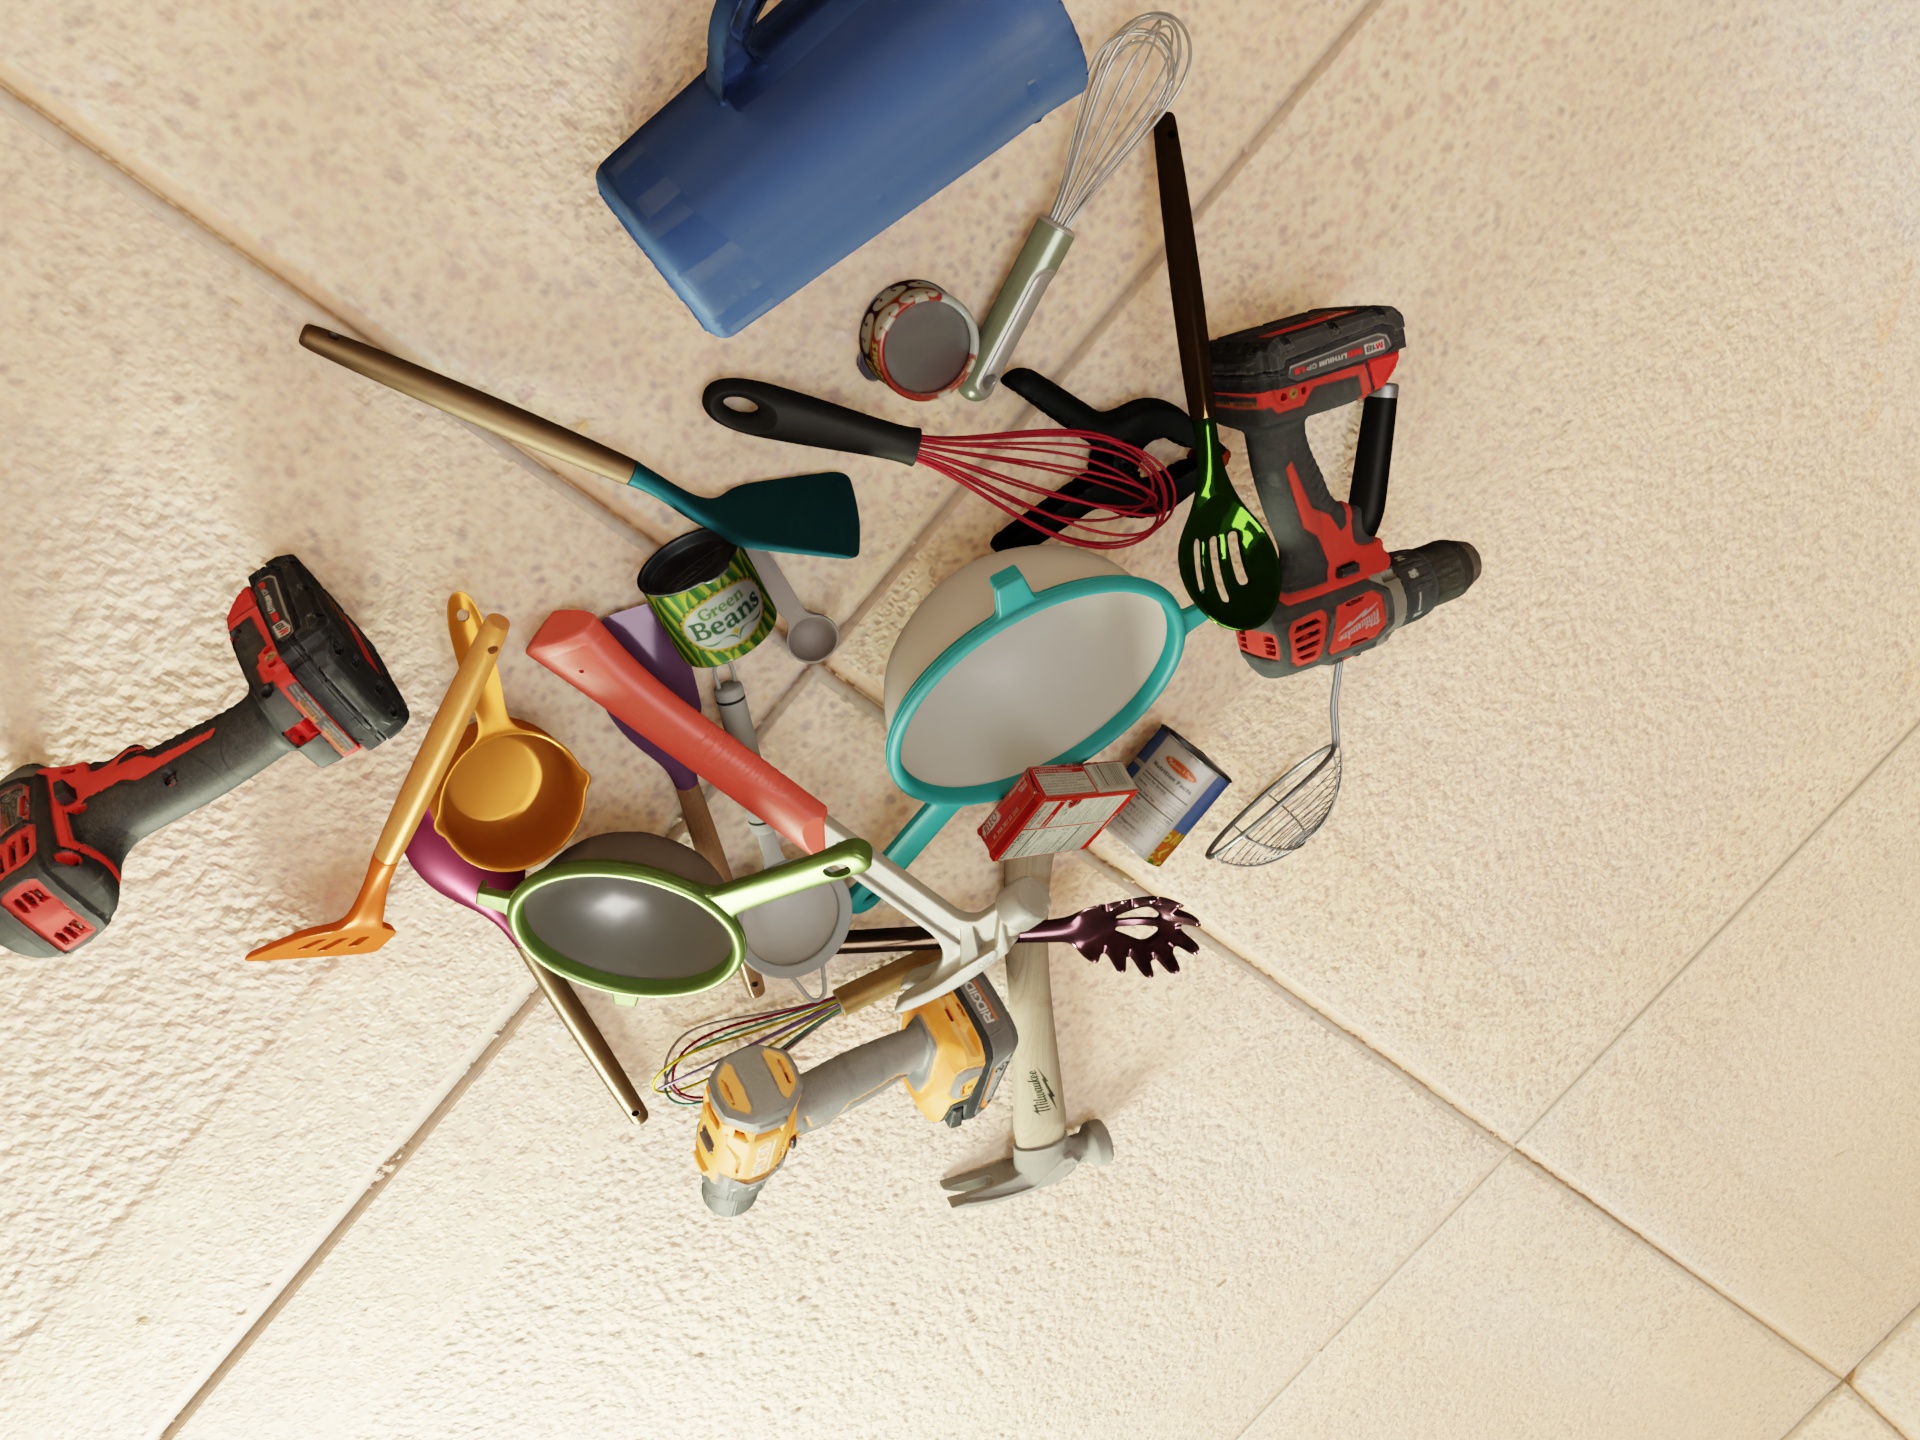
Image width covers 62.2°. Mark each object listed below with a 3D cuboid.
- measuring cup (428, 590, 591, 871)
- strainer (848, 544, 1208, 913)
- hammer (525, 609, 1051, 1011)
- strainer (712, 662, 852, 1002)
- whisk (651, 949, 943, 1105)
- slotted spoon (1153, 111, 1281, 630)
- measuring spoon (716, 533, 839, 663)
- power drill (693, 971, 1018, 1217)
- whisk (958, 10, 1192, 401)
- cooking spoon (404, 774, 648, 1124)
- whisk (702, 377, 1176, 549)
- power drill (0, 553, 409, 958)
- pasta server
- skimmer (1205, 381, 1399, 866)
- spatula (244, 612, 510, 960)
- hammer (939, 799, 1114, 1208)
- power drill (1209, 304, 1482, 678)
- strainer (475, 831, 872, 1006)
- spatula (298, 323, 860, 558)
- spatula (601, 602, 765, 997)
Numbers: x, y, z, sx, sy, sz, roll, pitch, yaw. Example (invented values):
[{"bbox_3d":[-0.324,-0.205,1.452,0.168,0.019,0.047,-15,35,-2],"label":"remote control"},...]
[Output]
[{"bbox_3d":[-0.282,0.003,0.944,0.095,0.052,0.173,-20,113,-26],"label":"measuring cup"},{"bbox_3d":[-0.002,-0.003,1.058,0.211,0.095,0.340,2,139,-43],"label":"strainer"},{"bbox_3d":[-0.120,0.056,1.001,0.358,0.037,0.149,38,128,-19],"label":"hammer"},{"bbox_3d":[-0.129,0.073,1.062,0.087,0.050,0.258,-21,119,-21],"label":"strainer"},{"bbox_3d":[-0.108,0.213,1.150,0.245,0.051,0.047,-23,119,-16],"label":"whisk"},{"bbox_3d":[0.147,-0.210,0.971,0.070,0.031,0.313,-12,97,-21],"label":"slotted spoon"},{"bbox_3d":[-0.118,-0.087,0.995,0.034,0.018,0.124,-34,120,3],"label":"measuring spoon"},{"bbox_3d":[-0.085,0.276,1.145,0.226,0.084,0.185,-16,145,-28],"label":"power drill"},{"bbox_3d":[0.062,-0.299,0.940,0.057,0.059,0.246,-2,126,-56],"label":"whisk"},{"bbox_3d":[-0.277,0.163,1.054,0.069,0.017,0.318,-27,124,-9],"label":"cooking spoon"},{"bbox_3d":[-0.008,-0.158,0.952,0.295,0.073,0.073,12,112,-13],"label":"whisk"},{"bbox_3d":[-0.415,0.016,0.839,0.219,0.143,0.078,-37,131,-10],"label":"power drill"},{"bbox_3d":[0.016,0.157,1.143,0.316,0.040,0.060,-1,105,-11],"label":"pasta server"},{"bbox_3d":[0.247,-0.064,1.153,0.090,0.127,0.363,10,105,17],"label":"skimmer"},{"bbox_3d":[-0.317,0.053,0.891,0.081,0.041,0.322,2,136,-41],"label":"spatula"},{"bbox_3d":[0.045,0.208,1.223,0.146,0.038,0.410,-14,122,-17],"label":"hammer"},{"bbox_3d":[0.257,-0.155,1.051,0.188,0.080,0.226,-20,110,-21],"label":"power drill"},{"bbox_3d":[-0.162,0.096,0.993,0.256,0.069,0.151,-19,134,25],"label":"strainer"},{"bbox_3d":[-0.204,-0.158,0.891,0.317,0.082,0.044,20,129,-28],"label":"spatula"},{"bbox_3d":[-0.175,0.064,1.047,0.060,0.018,0.315,-20,123,-11],"label":"spatula"}]
